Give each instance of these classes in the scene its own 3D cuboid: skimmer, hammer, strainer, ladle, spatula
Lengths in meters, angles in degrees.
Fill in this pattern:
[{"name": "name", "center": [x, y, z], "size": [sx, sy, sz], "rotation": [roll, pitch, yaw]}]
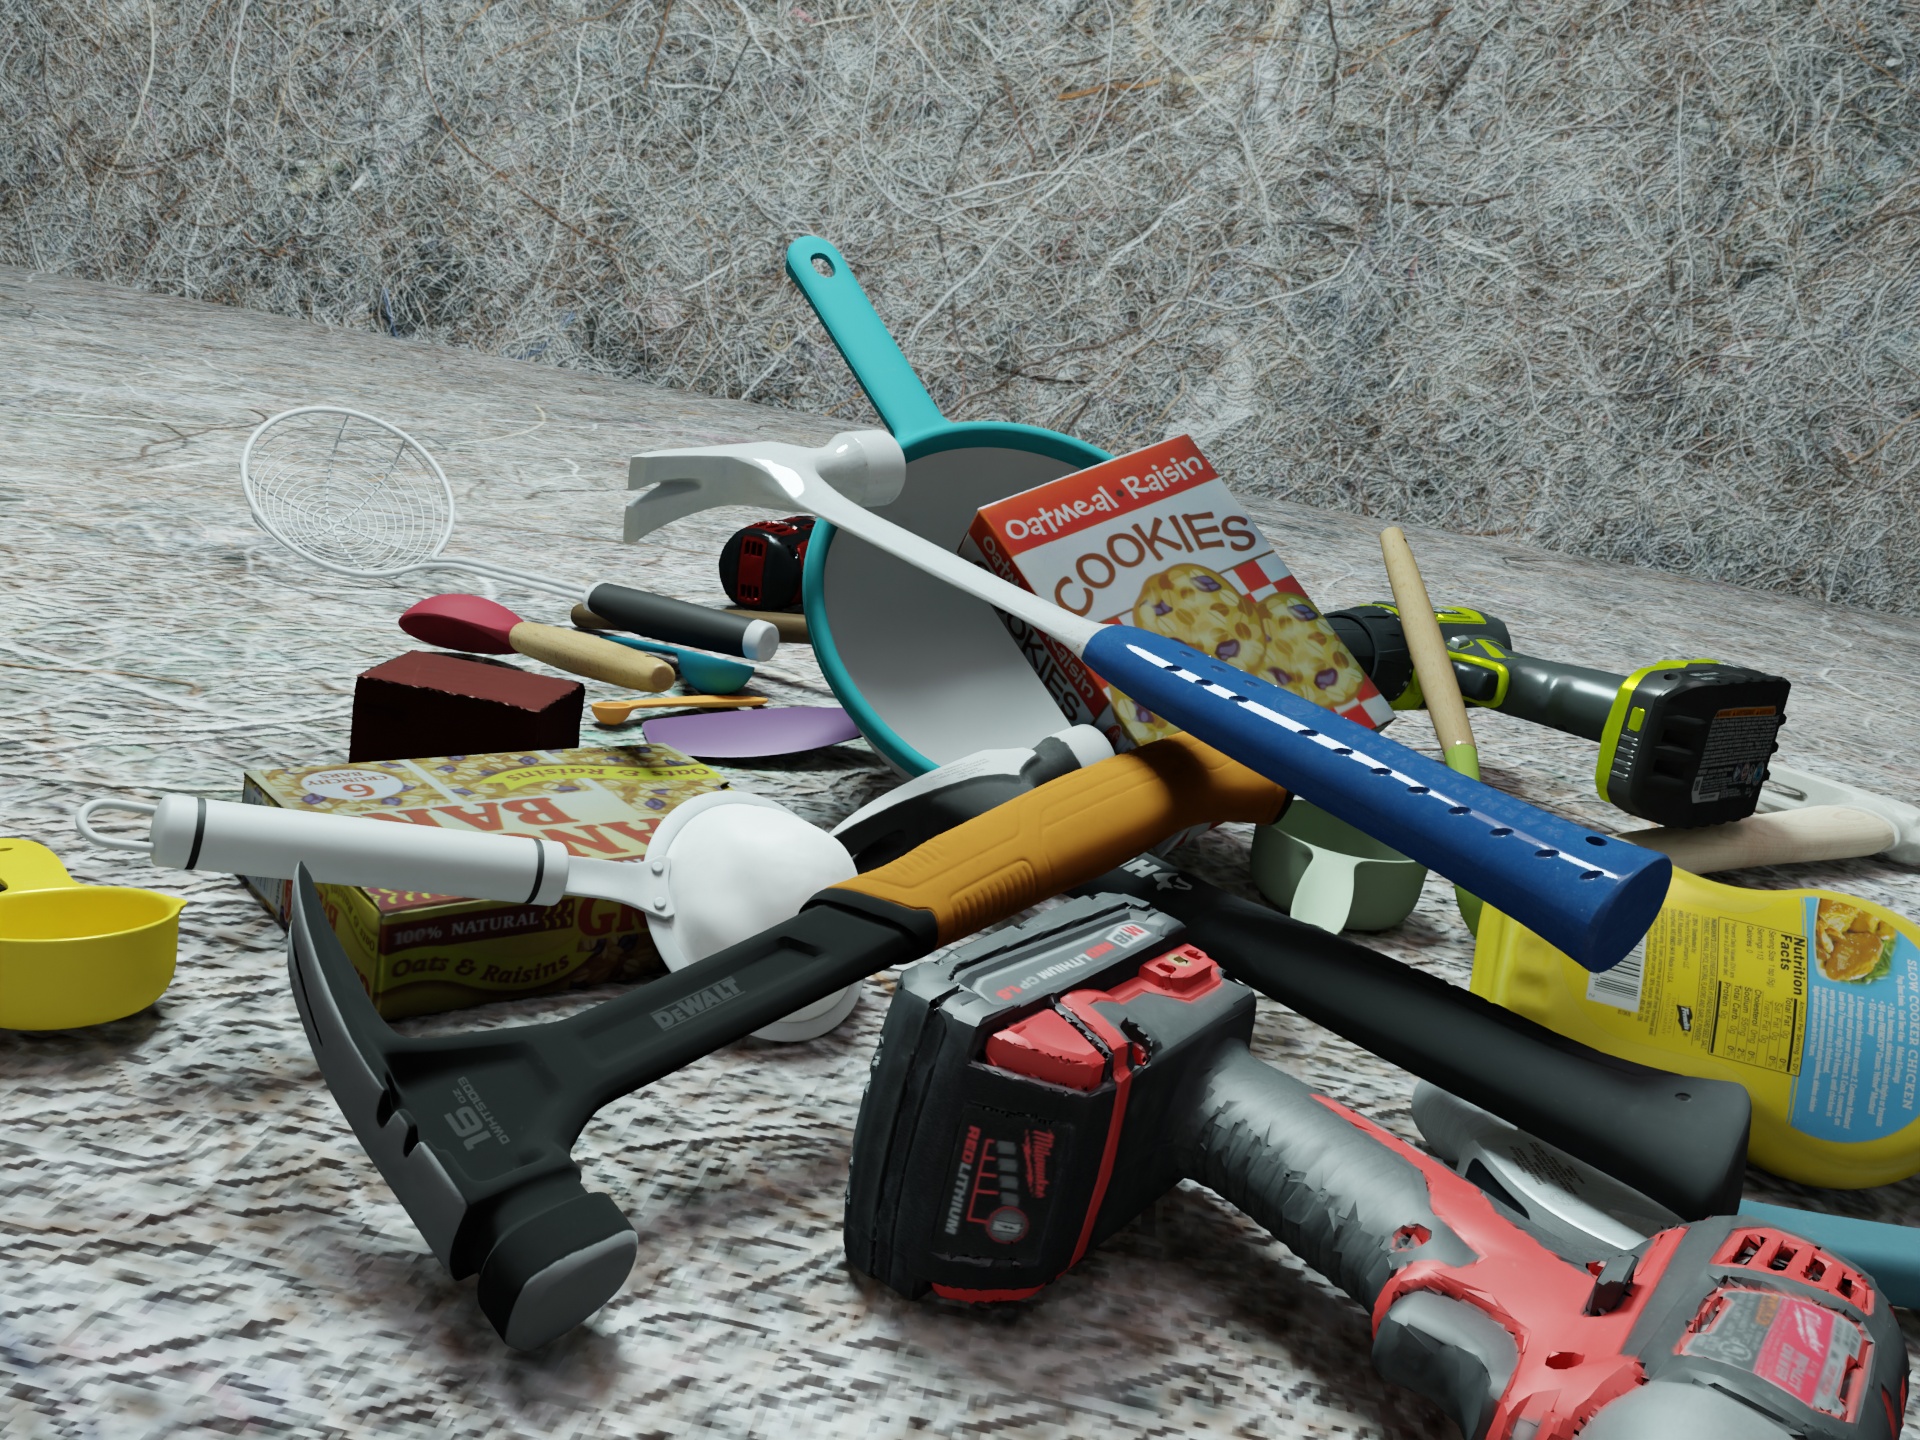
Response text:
[{"name": "skimmer", "center": [-0.264, -0.109, 0.929], "size": [0.363, 0.090, 0.127], "rotation": [15, 37, 26]}, {"name": "hammer", "center": [-0.014, 0.047, 0.463], "size": [0.337, 0.034, 0.127], "rotation": [-19, 51, -42]}, {"name": "hammer", "center": [0.395, 0.064, 0.851], "size": [0.410, 0.038, 0.146], "rotation": [-2, 18, -37]}, {"name": "hammer", "center": [0.304, 0.158, 0.446], "size": [0.331, 0.033, 0.128], "rotation": [9, 14, -4]}, {"name": "strainer", "center": [-0.009, -0.084, 0.778], "size": [0.211, 0.095, 0.341], "rotation": [-21, 69, -26]}, {"name": "ladle", "center": [-0.192, -0.035, 0.720], "size": [0.069, 0.031, 0.316], "rotation": [13, 0, -32]}, {"name": "ladle", "center": [0.239, -0.006, 0.742], "size": [0.078, 0.062, 0.320], "rotation": [47, 27, -29]}, {"name": "strainer", "center": [-0.114, 0.046, 0.465], "size": [0.258, 0.050, 0.087], "rotation": [11, 53, -32]}, {"name": "spatula", "center": [-0.001, -0.003, 0.811], "size": [0.315, 0.018, 0.060], "rotation": [-5, 22, -20]}, {"name": "hammer", "center": [0.039, -0.027, 0.546], "size": [0.144, 0.035, 0.406], "rotation": [-13, 32, -42]}, {"name": "hammer", "center": [0.090, 0.074, 0.516], "size": [0.146, 0.035, 0.335], "rotation": [-19, 26, -33]}]

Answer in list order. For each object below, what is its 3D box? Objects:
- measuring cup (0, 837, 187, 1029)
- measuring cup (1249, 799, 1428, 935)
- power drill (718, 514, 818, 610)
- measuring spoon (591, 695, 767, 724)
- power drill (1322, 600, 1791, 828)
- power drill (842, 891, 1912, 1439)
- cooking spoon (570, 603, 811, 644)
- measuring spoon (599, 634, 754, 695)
[{"name": "measuring cup", "center": [-0.273, 0.059, 0.469], "size": [0.062, 0.029, 0.157], "rotation": [-2, 7, -38]}, {"name": "measuring cup", "center": [0.150, 0.074, 0.652], "size": [0.083, 0.038, 0.167], "rotation": [14, 17, 15]}, {"name": "power drill", "center": [-0.034, -0.101, 1.115], "size": [0.227, 0.080, 0.188], "rotation": [11, 14, 17]}, {"name": "measuring spoon", "center": [-0.141, -0.005, 0.813], "size": [0.021, 0.011, 0.117], "rotation": [10, 8, 36]}, {"name": "power drill", "center": [0.300, -0.015, 0.860], "size": [0.190, 0.080, 0.229], "rotation": [-2, 17, -43]}, {"name": "power drill", "center": [0.087, 0.124, 0.358], "size": [0.220, 0.078, 0.143], "rotation": [22, 19, 31]}, {"name": "cooking spoon", "center": [-0.083, -0.051, 0.897], "size": [0.319, 0.017, 0.069], "rotation": [4, 46, 21]}, {"name": "measuring spoon", "center": [-0.164, -0.031, 0.885], "size": [0.129, 0.021, 0.042], "rotation": [12, -1, 43]}]
